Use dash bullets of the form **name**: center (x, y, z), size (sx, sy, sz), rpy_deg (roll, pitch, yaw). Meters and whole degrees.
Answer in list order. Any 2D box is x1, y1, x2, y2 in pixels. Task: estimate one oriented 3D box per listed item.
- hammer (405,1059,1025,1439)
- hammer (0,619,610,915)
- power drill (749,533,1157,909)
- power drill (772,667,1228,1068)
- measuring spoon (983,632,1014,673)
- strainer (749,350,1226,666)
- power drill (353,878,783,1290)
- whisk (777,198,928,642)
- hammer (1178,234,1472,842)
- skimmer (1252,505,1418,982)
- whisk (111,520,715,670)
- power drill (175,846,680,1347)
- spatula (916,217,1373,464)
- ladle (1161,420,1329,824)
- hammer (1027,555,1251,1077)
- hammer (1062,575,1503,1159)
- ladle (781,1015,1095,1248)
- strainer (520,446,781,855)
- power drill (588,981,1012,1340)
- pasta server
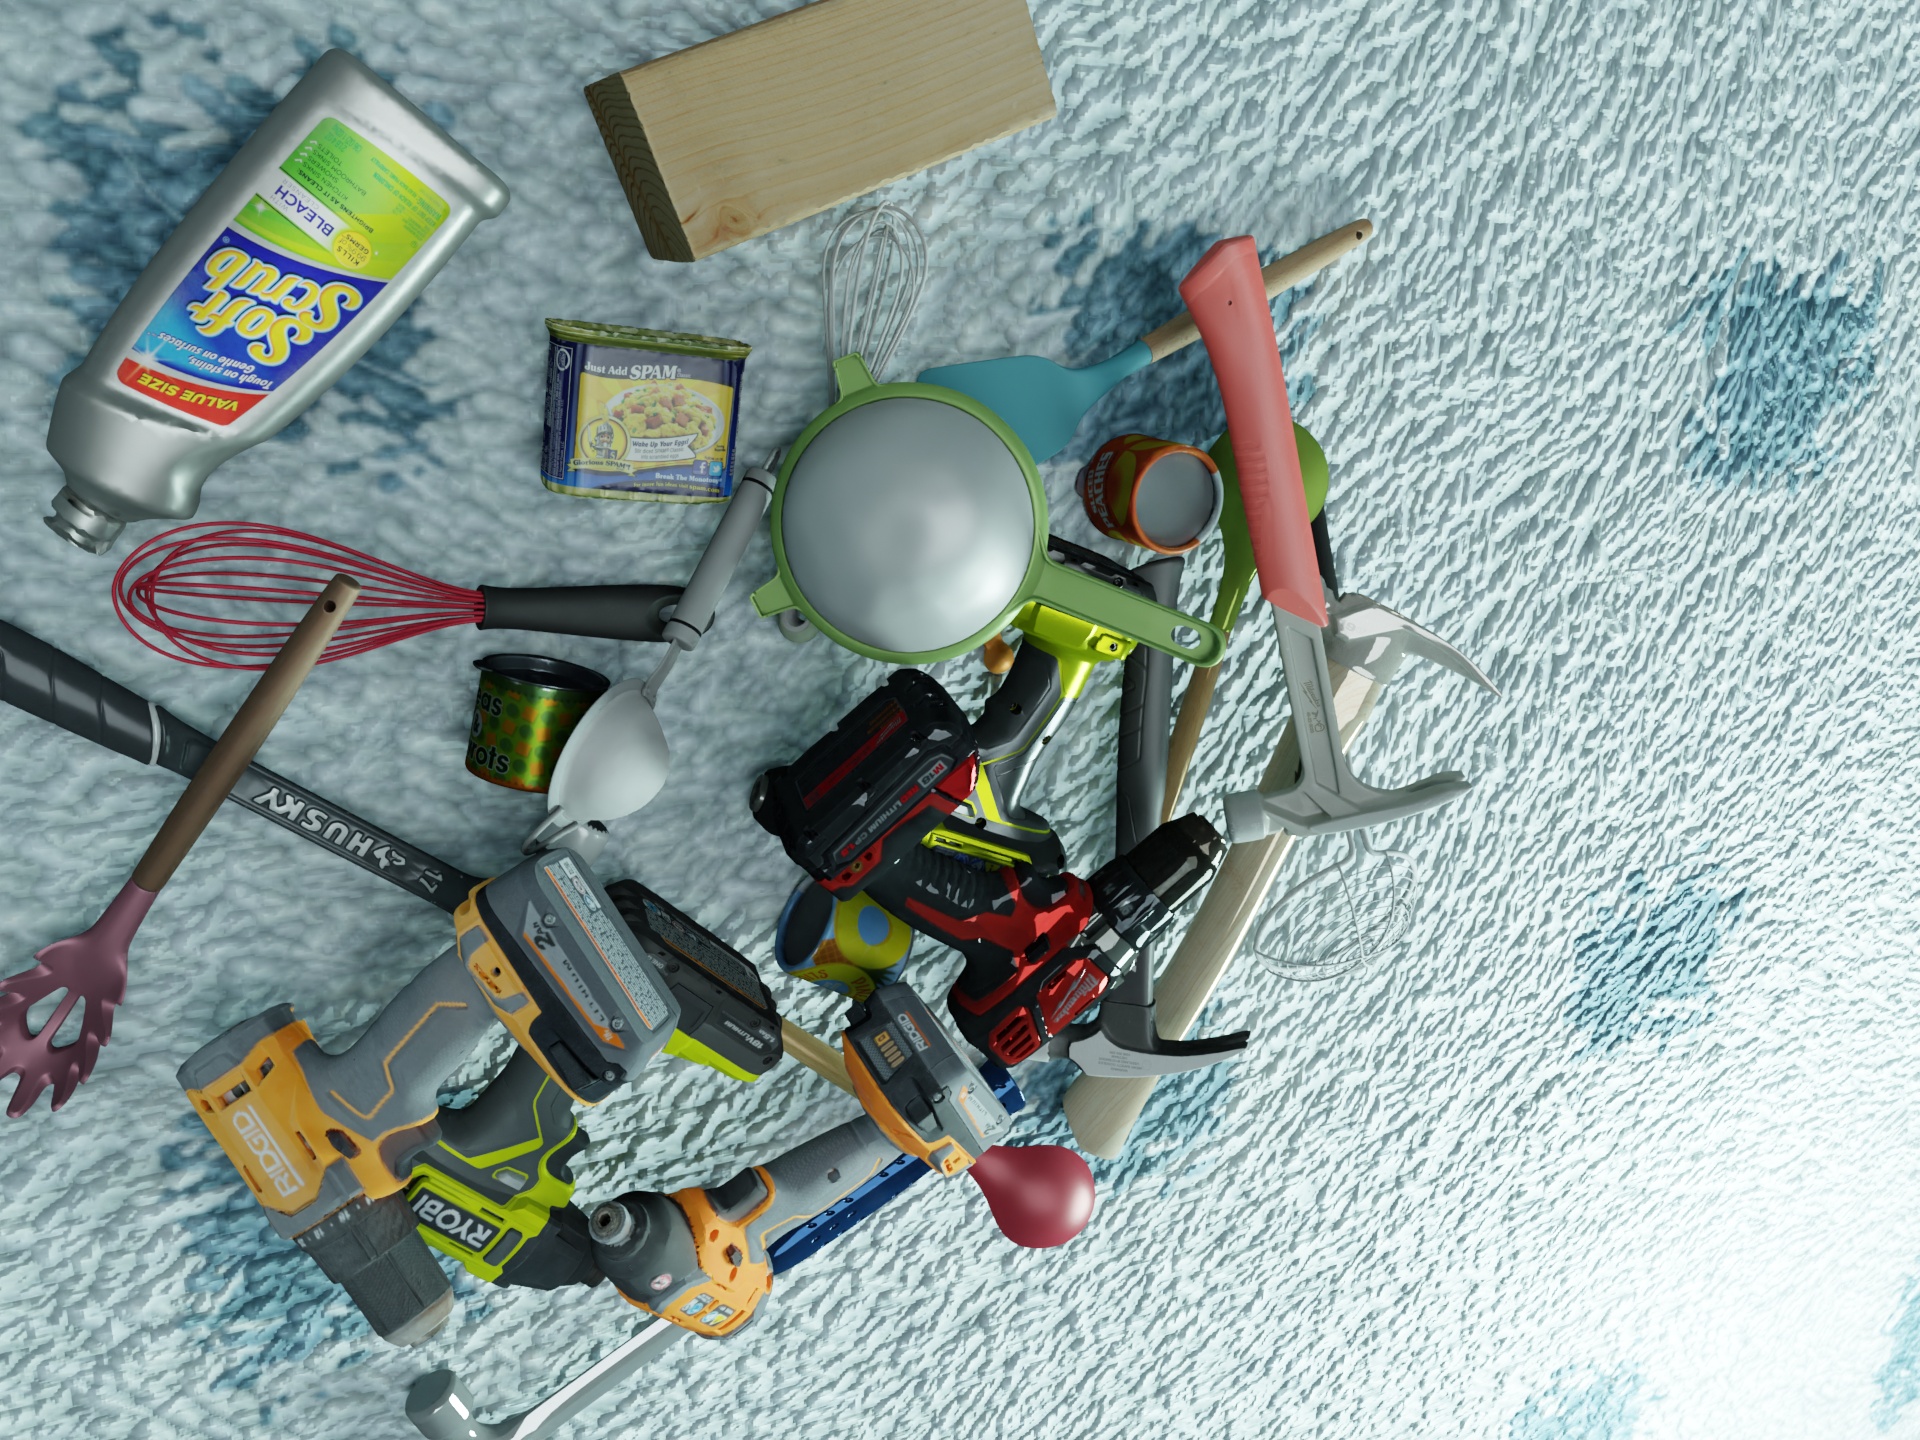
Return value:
- **hammer**: center (-0.130, 0.349, 0.999), size (0.405, 0.035, 0.144), rpy_deg (-33, 116, -13)
- **hammer**: center (-0.381, 0.021, 0.783), size (0.408, 0.036, 0.149), rpy_deg (34, 90, -29)
- **power drill**: center (-0.001, -0.003, 0.926), size (0.190, 0.080, 0.228), rpy_deg (19, 103, -20)
- **power drill**: center (0.028, 0.073, 0.883), size (0.188, 0.080, 0.226), rpy_deg (-42, 118, 4)
- **measuring spoon**: center (0.010, -0.080, 0.950), size (0.021, 0.011, 0.116), rpy_deg (-26, 115, -16)
- **strainer**: center (0.019, -0.079, 0.824), size (0.256, 0.069, 0.151), rpy_deg (22, 102, 1)
- **power drill**: center (-0.211, 0.215, 0.892), size (0.223, 0.080, 0.171), rpy_deg (-47, 118, 4)
- **whisk**: center (-0.066, -0.161, 0.875), size (0.058, 0.059, 0.246), rpy_deg (16, 104, 9)
- **hammer**: center (0.198, -0.101, 0.930), size (0.149, 0.037, 0.359), rpy_deg (-12, 108, 6)
- **skimmer**: center (0.237, 0.007, 1.075), size (0.127, 0.090, 0.363), rpy_deg (-14, 101, -18)
- **whisk**: center (-0.262, -0.059, 0.805), size (0.295, 0.073, 0.073), rpy_deg (0, 105, -32)
- **power drill**: center (-0.252, 0.191, 0.794), size (0.226, 0.084, 0.185), rpy_deg (-33, 91, 7)
- **spatula**: center (0.123, -0.234, 0.953), size (0.317, 0.044, 0.082), rpy_deg (-31, 116, -19)
- **ladle**: center (0.158, -0.037, 1.020), size (0.078, 0.062, 0.320), rpy_deg (16, 108, 3)
- **hammer**: center (0.118, 0.064, 1.003), size (0.146, 0.035, 0.334), rpy_deg (5, 99, 15)
- **hammer**: center (0.189, 0.115, 1.036), size (0.146, 0.038, 0.410), rpy_deg (27, 102, 1)
- **ladle**: center (-0.036, 0.240, 0.985), size (0.315, 0.031, 0.069), rpy_deg (36, 82, -17)
- **strainer**: center (-0.148, -0.038, 0.832), size (0.050, 0.086, 0.258), rpy_deg (20, 72, 12)
- **power drill**: center (-0.094, 0.249, 0.887), size (0.226, 0.084, 0.164), rpy_deg (-36, 145, -4)
- **pasta server**: center (-0.375, 0.059, 0.754), size (0.060, 0.040, 0.316), rpy_deg (35, 102, -15)
